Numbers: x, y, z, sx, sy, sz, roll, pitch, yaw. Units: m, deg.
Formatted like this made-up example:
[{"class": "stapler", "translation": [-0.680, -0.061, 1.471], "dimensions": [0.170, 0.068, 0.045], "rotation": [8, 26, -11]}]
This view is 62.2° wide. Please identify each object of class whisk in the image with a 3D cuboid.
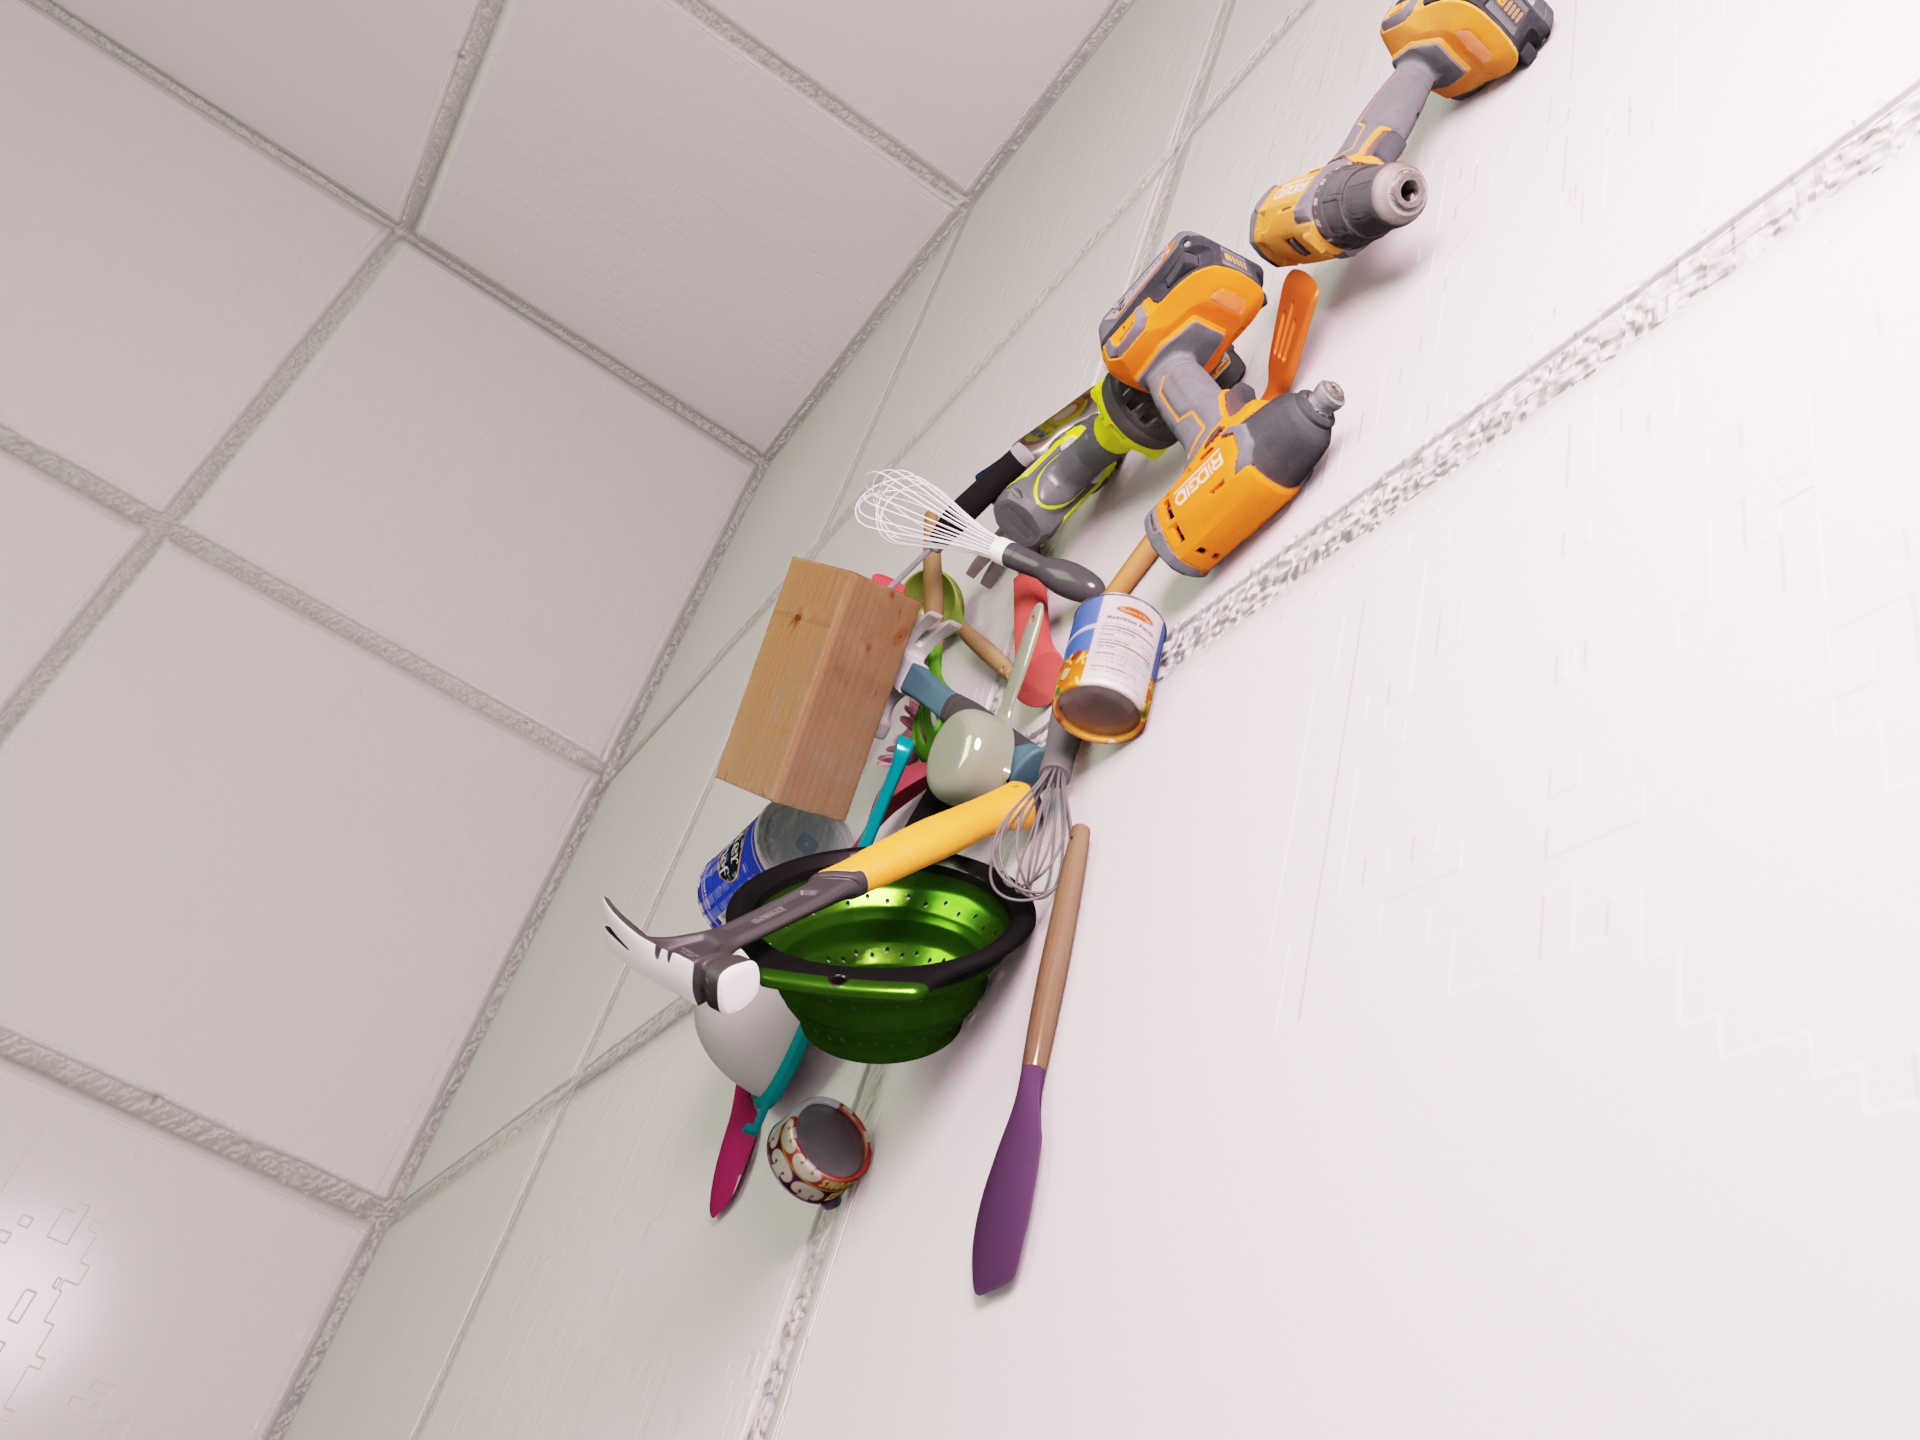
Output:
[{"class": "whisk", "translation": [0.013, -0.153, 1.360], "dimensions": [0.285, 0.070, 0.070], "rotation": [29, 87, 37]}, {"class": "whisk", "translation": [0.063, 0.039, 1.114], "dimensions": [0.055, 0.055, 0.239], "rotation": [-45, 16, 38]}]

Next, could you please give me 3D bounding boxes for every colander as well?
[{"class": "colander", "translation": [-0.037, 0.139, 1.139], "dimensions": [0.397, 0.204, 0.094], "rotation": [-58, -30, -69]}]

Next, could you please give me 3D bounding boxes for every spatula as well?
[{"class": "spatula", "translation": [0.047, 0.187, 0.945], "dimensions": [0.059, 0.018, 0.316], "rotation": [-43, 23, 45]}, {"class": "spatula", "translation": [0.175, -0.188, 1.198], "dimensions": [0.322, 0.041, 0.081], "rotation": [-54, 18, 19]}]

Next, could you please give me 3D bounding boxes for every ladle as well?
[{"class": "ladle", "translation": [-0.118, 0.150, 1.430], "dimensions": [0.315, 0.031, 0.069], "rotation": [-53, -18, 19]}, {"class": "ladle", "translation": [-0.001, -0.083, 1.503], "dimensions": [0.320, 0.062, 0.078], "rotation": [-131, 61, -70]}]

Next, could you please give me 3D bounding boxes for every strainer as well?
[{"class": "strainer", "translation": [-0.140, 0.152, 1.306], "dimensions": [0.211, 0.095, 0.340], "rotation": [-96, 28, -72]}]

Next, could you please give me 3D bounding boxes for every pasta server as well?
[{"class": "pasta server", "translation": [-0.050, -0.037, 1.592], "dimensions": [0.316, 0.040, 0.060], "rotation": [-92, 27, -64]}]

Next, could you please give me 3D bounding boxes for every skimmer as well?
[{"class": "skimmer", "translation": [-0.045, -0.104, 1.479], "dimensions": [0.363, 0.090, 0.127], "rotation": [-44, 21, 18]}]

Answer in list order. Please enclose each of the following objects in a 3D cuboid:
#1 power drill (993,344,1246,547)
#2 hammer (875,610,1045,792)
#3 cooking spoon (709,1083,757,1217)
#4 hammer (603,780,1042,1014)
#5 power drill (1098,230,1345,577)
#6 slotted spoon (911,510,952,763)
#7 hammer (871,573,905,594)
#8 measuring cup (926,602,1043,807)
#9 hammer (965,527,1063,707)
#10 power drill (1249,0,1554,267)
[{"class": "power drill", "translation": [0.133, -0.248, 1.337], "dimensions": [0.171, 0.080, 0.223], "rotation": [-47, 6, -31]}, {"class": "hammer", "translation": [-0.002, -0.004, 1.308], "dimensions": [0.128, 0.033, 0.331], "rotation": [-64, 26, 6]}, {"class": "cooking spoon", "translation": [-0.190, 0.310, 1.418], "dimensions": [0.068, 0.017, 0.319], "rotation": [-52, 18, 26]}, {"class": "hammer", "translation": [-0.069, 0.099, 1.047], "dimensions": [0.127, 0.337, 0.034], "rotation": [18, 117, 39]}, {"class": "power drill", "translation": [0.182, -0.232, 1.104], "dimensions": [0.164, 0.084, 0.227], "rotation": [-44, 43, 39]}, {"class": "slotted spoon", "translation": [-0.026, -0.085, 1.491], "dimensions": [0.070, 0.031, 0.314], "rotation": [-45, 35, 40]}, {"class": "hammer", "translation": [-0.150, 0.026, 1.664], "dimensions": [0.143, 0.038, 0.386], "rotation": [-119, 52, -73]}, {"class": "measuring cup", "translation": [0.020, -0.014, 1.188], "dimensions": [0.083, 0.038, 0.167], "rotation": [20, 90, 65]}, {"class": "hammer", "translation": [0.056, -0.107, 1.408], "dimensions": [0.149, 0.036, 0.359], "rotation": [-51, 18, 25]}, {"class": "power drill", "translation": [0.311, -0.419, 1.106], "dimensions": [0.226, 0.084, 0.185], "rotation": [-53, 17, 0]}]
